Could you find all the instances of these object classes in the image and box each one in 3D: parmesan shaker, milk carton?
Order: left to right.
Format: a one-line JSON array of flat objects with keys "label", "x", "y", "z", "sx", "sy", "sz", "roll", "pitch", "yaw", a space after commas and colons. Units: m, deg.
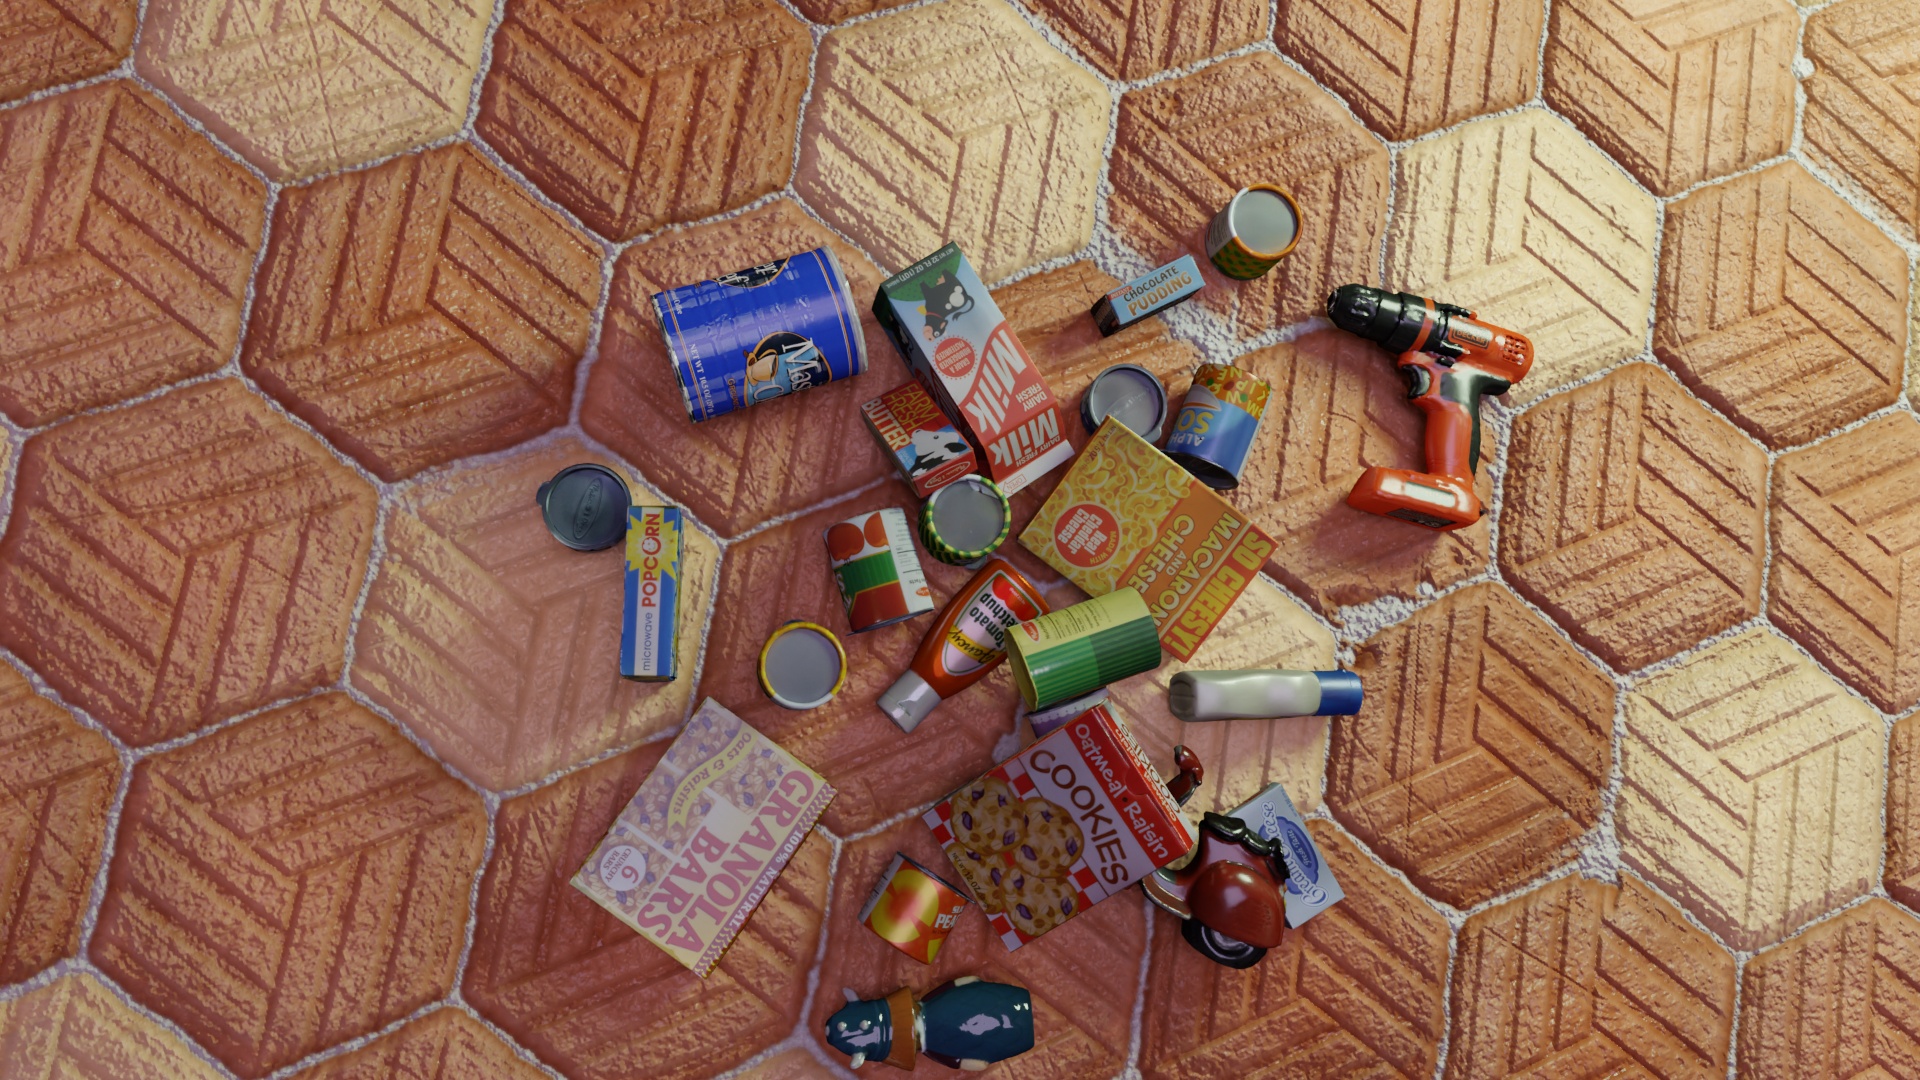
[{"label": "milk carton", "x": 0.012, "y": -0.130, "z": 1.096, "sx": 0.072, "sy": 0.073, "sz": 0.190, "roll": -33, "pitch": 89, "yaw": -12}, {"label": "parmesan shaker", "x": 0.093, "y": 0.083, "z": 1.047, "sx": 0.103, "sy": 0.071, "sz": 0.071, "roll": -18, "pitch": 86, "yaw": -9}]

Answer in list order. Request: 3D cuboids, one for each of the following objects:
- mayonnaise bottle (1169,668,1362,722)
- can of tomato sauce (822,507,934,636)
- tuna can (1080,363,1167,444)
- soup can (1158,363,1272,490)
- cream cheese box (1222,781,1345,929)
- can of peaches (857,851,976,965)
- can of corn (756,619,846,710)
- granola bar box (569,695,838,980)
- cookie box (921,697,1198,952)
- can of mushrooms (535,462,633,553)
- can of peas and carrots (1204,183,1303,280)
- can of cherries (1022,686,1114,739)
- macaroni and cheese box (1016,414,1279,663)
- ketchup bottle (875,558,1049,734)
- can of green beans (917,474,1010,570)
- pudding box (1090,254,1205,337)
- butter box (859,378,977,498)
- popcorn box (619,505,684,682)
[{"label": "mayonnaise bottle", "x": 0.245, "y": 0.123, "z": 1.105, "sx": 0.148, "sy": 0.064, "sz": 0.041, "roll": 1, "pitch": 86, "yaw": -12}, {"label": "can of tomato sauce", "x": -0.065, "y": 0.024, "z": 1.067, "sx": 0.071, "sy": 0.071, "sz": 0.083, "roll": -16, "pitch": 85, "yaw": -11}, {"label": "tuna can", "x": 0.134, "y": -0.107, "z": 1.133, "sx": 0.071, "sy": 0.033, "sz": 0.071, "roll": 1, "pitch": 82, "yaw": -9}, {"label": "soup can", "x": 0.206, "y": -0.094, "z": 1.125, "sx": 0.071, "sy": 0.071, "sz": 0.084, "roll": 24, "pitch": 79, "yaw": -5}, {"label": "cream cheese box", "x": 0.256, "y": 0.251, "z": 1.107, "sx": 0.053, "sy": 0.024, "sz": 0.104, "roll": -29, "pitch": 87, "yaw": -10}, {"label": "can of peaches", "x": -0.033, "y": 0.275, "z": 1.036, "sx": 0.071, "sy": 0.071, "sz": 0.058, "roll": 34, "pitch": 80, "yaw": -3}, {"label": "can of corn", "x": -0.121, "y": 0.093, "z": 1.052, "sx": 0.071, "sy": 0.058, "sz": 0.071, "roll": 1, "pitch": 82, "yaw": -9}, {"label": "granola bar box", "x": -0.188, "y": 0.219, "z": 1.034, "sx": 0.124, "sy": 0.039, "sz": 0.166, "roll": 36, "pitch": 78, "yaw": -2}, {"label": "cookie box", "x": 0.072, "y": 0.212, "z": 1.030, "sx": 0.167, "sy": 0.040, "sz": 0.123, "roll": -35, "pitch": 85, "yaw": 21}, {"label": "can of mushrooms", "x": -0.285, "y": -0.025, "z": 1.056, "sx": 0.071, "sy": 0.033, "sz": 0.071, "roll": 1, "pitch": 83, "yaw": -9}, {"label": "can of peas and carrots", "x": 0.247, "y": -0.256, "z": 1.158, "sx": 0.071, "sy": 0.058, "sz": 0.071, "roll": 1, "pitch": 83, "yaw": -8}, {"label": "can of cherries", "x": 0.090, "y": 0.151, "z": 1.076, "sx": 0.071, "sy": 0.071, "sz": 0.058, "roll": -21, "pitch": 87, "yaw": -11}, {"label": "macaroni and cheese box", "x": 0.147, "y": -0.002, "z": 1.100, "sx": 0.166, "sy": 0.040, "sz": 0.123, "roll": 36, "pitch": 97, "yaw": -3}, {"label": "ketchup bottle", "x": -0.002, "y": 0.085, "z": 1.080, "sx": 0.149, "sy": 0.043, "sz": 0.064, "roll": -45, "pitch": 98, "yaw": -11}, {"label": "can of green beans", "x": 0.002, "y": -0.016, "z": 1.087, "sx": 0.071, "sy": 0.057, "sz": 0.071, "roll": 1, "pitch": 82, "yaw": -9}, {"label": "pudding box", "x": 0.154, "y": -0.201, "z": 1.140, "sx": 0.084, "sy": 0.049, "sz": 0.030, "roll": -26, "pitch": 89, "yaw": -11}, {"label": "butter box", "x": -0.034, "y": -0.081, "z": 1.079, "sx": 0.053, "sy": 0.024, "sz": 0.104, "roll": -27, "pitch": 48, "yaw": -10}, {"label": "popcorn box", "x": -0.228, "y": 0.041, "z": 1.029, "sx": 0.038, "sy": 0.085, "sz": 0.127, "roll": 2, "pitch": 82, "yaw": -8}]
